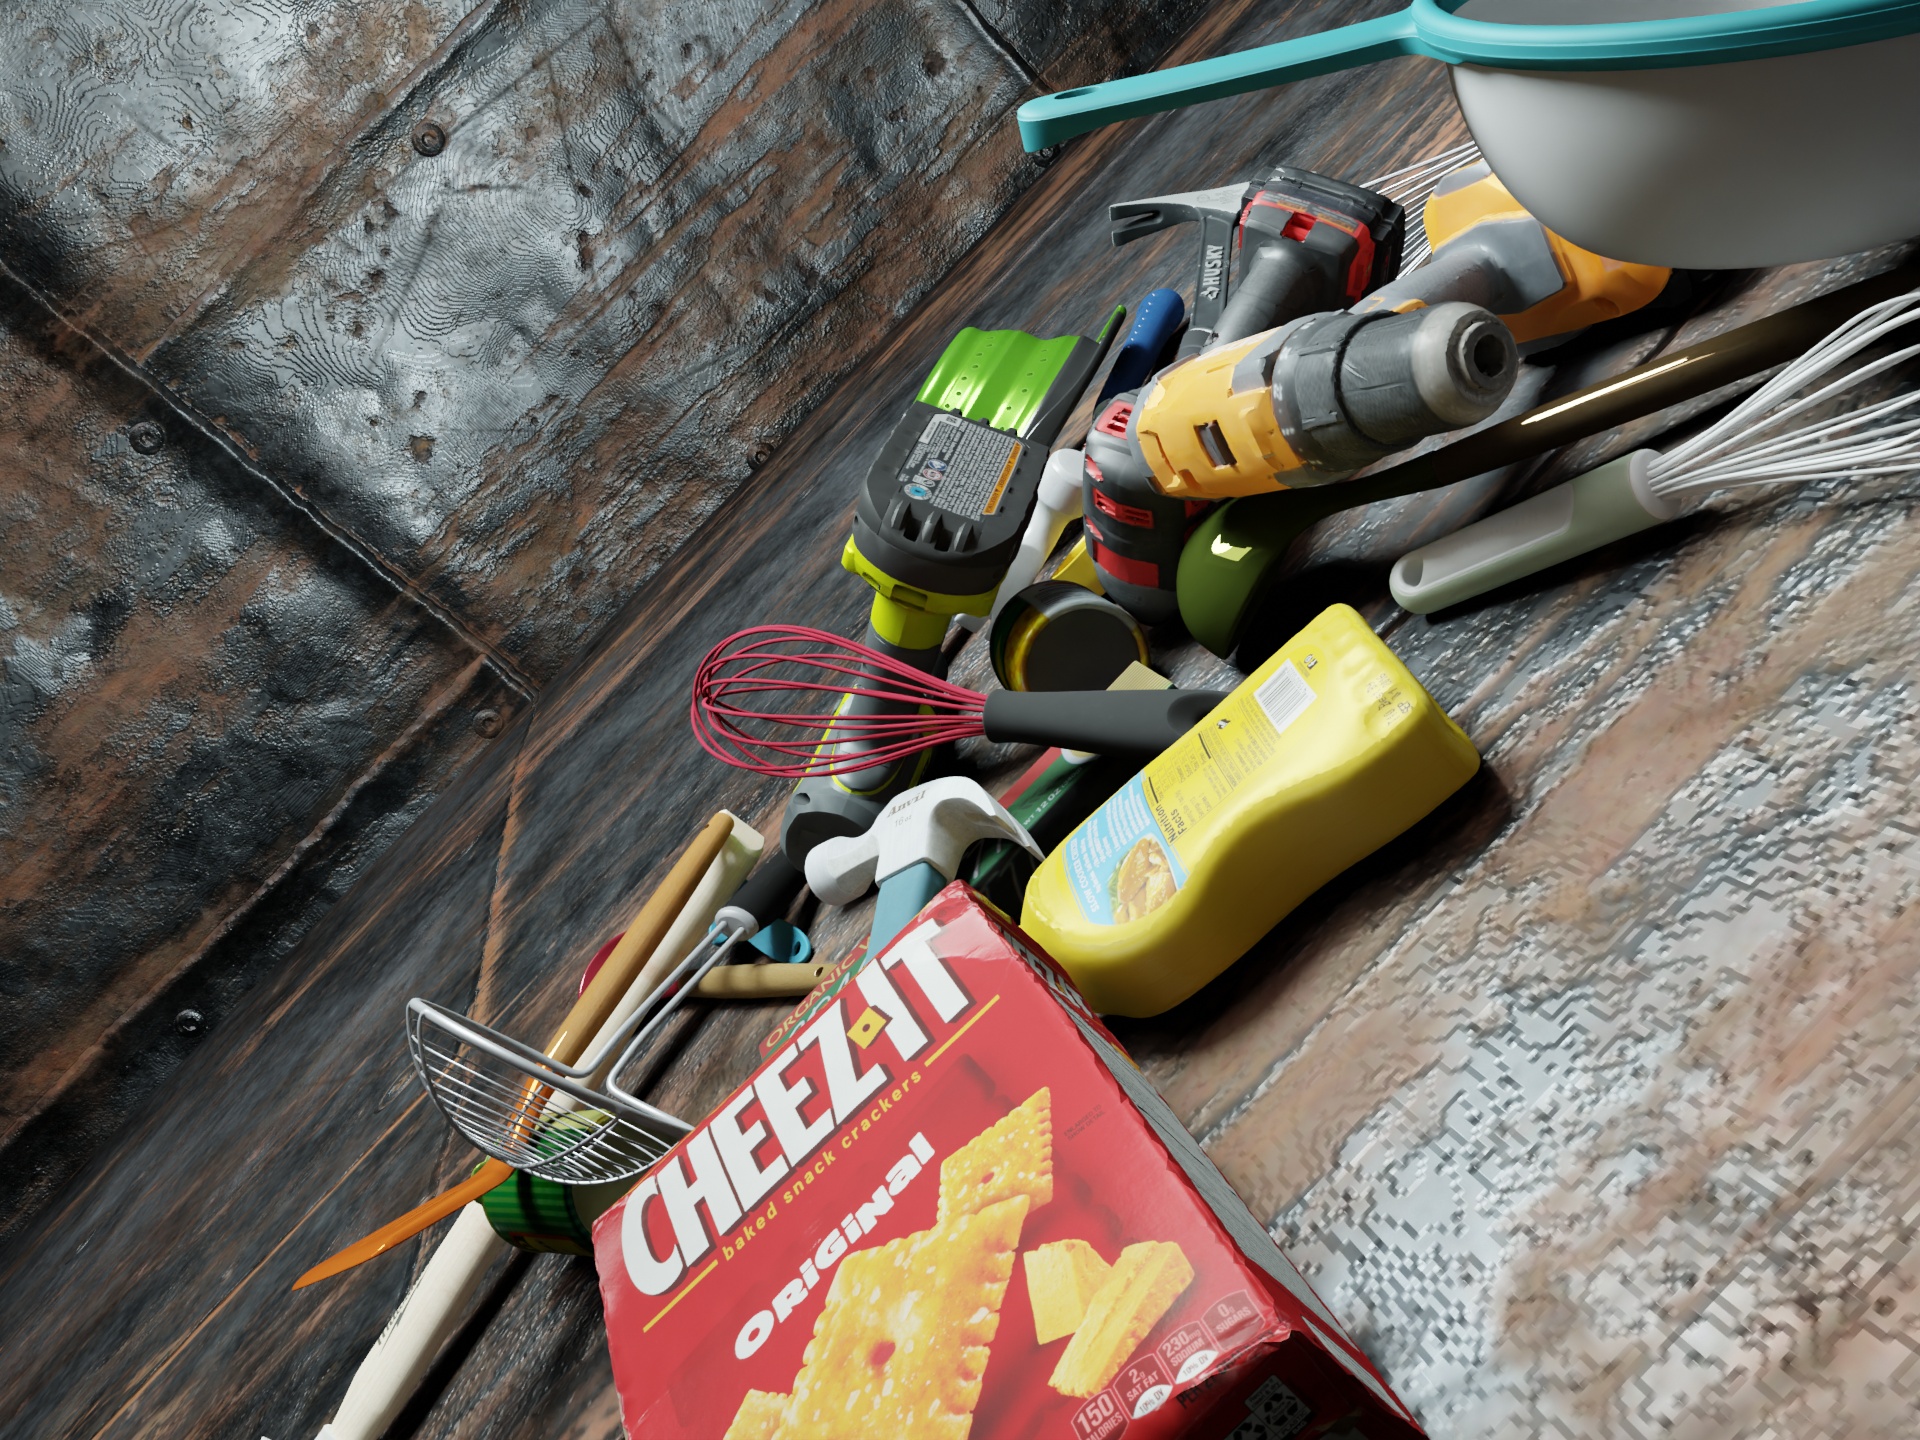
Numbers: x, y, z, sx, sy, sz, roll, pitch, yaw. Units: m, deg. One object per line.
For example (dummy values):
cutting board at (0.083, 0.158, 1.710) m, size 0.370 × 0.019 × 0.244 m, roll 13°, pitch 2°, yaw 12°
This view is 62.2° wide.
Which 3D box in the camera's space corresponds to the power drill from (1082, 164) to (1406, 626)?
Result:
power drill at (0.132, -0.151, 0.776) m, size 0.220 × 0.079 × 0.143 m, roll -55°, pitch -23°, yaw -22°

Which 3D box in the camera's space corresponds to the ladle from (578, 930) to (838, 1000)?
ladle at (-0.142, 0.145, 0.890) m, size 0.315 × 0.031 × 0.069 m, roll -15°, pitch 48°, yaw 56°

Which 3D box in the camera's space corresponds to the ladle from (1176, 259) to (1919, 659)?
ladle at (0.213, -0.095, 0.608) m, size 0.320 × 0.062 × 0.078 m, roll -19°, pitch 23°, yaw 42°

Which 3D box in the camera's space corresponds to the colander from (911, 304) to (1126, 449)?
colander at (-0.023, -0.133, 1.057) m, size 0.397 × 0.094 × 0.204 m, roll -61°, pitch 4°, yaw -22°

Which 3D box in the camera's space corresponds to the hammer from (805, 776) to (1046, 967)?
hammer at (-0.038, 0.145, 0.585) m, size 0.128 × 0.033 × 0.331 m, roll -30°, pitch 30°, yaw 32°

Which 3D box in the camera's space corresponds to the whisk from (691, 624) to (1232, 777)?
whisk at (-0.001, -0.002, 0.690) m, size 0.296 × 0.073 × 0.073 m, roll 4°, pitch 46°, yaw 31°

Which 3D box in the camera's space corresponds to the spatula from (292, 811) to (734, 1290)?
spatula at (-0.191, 0.144, 0.764) m, size 0.081 × 0.041 × 0.323 m, roll -30°, pitch 20°, yaw 39°

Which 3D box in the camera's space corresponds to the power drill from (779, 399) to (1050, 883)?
power drill at (-0.025, -0.047, 0.846) m, size 0.191 × 0.080 × 0.228 m, roll -68°, pitch -2°, yaw -52°

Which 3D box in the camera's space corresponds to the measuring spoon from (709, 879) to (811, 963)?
measuring spoon at (-0.106, 0.120, 0.891) m, size 0.129 × 0.021 × 0.042 m, roll 12°, pitch 76°, yaw 59°

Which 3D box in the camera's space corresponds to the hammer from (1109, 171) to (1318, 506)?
hammer at (0.150, -0.248, 1.005) m, size 0.149 × 0.036 × 0.409 m, roll -1°, pitch 40°, yaw 15°

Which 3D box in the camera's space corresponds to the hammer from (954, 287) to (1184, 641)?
hammer at (0.090, -0.194, 1.056) m, size 0.144 × 0.035 × 0.406 m, roll -58°, pitch 2°, yaw 38°

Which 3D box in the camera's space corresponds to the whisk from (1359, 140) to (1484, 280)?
whisk at (0.293, -0.306, 0.858) m, size 0.284 × 0.070 × 0.070 m, roll -30°, pitch 23°, yaw 30°

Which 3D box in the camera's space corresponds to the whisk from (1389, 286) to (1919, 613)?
whisk at (0.229, -0.079, 0.510) m, size 0.246 × 0.059 × 0.058 m, roll -26°, pitch 54°, yaw 57°

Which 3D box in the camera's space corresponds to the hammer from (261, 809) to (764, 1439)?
hammer at (-0.229, 0.224, 0.847) m, size 0.146 × 0.038 × 0.411 m, roll -17°, pitch 37°, yaw 59°

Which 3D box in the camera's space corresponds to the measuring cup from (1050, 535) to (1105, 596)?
measuring cup at (0.092, -0.110, 0.937) m, size 0.062 × 0.029 × 0.156 m, roll -46°, pitch 4°, yaw 25°

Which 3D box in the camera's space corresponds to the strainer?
strainer at (0.191, -0.190, 0.510) m, size 0.340 × 0.095 × 0.211 m, roll -6°, pitch 32°, yaw 17°

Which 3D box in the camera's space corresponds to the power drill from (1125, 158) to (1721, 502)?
power drill at (0.194, -0.160, 0.613) m, size 0.226 × 0.084 × 0.185 m, roll -33°, pitch 14°, yaw -19°

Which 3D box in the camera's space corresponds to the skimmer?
skimmer at (-0.125, 0.101, 0.757) m, size 0.363 × 0.127 × 0.090 m, roll -48°, pitch -21°, yaw -64°
